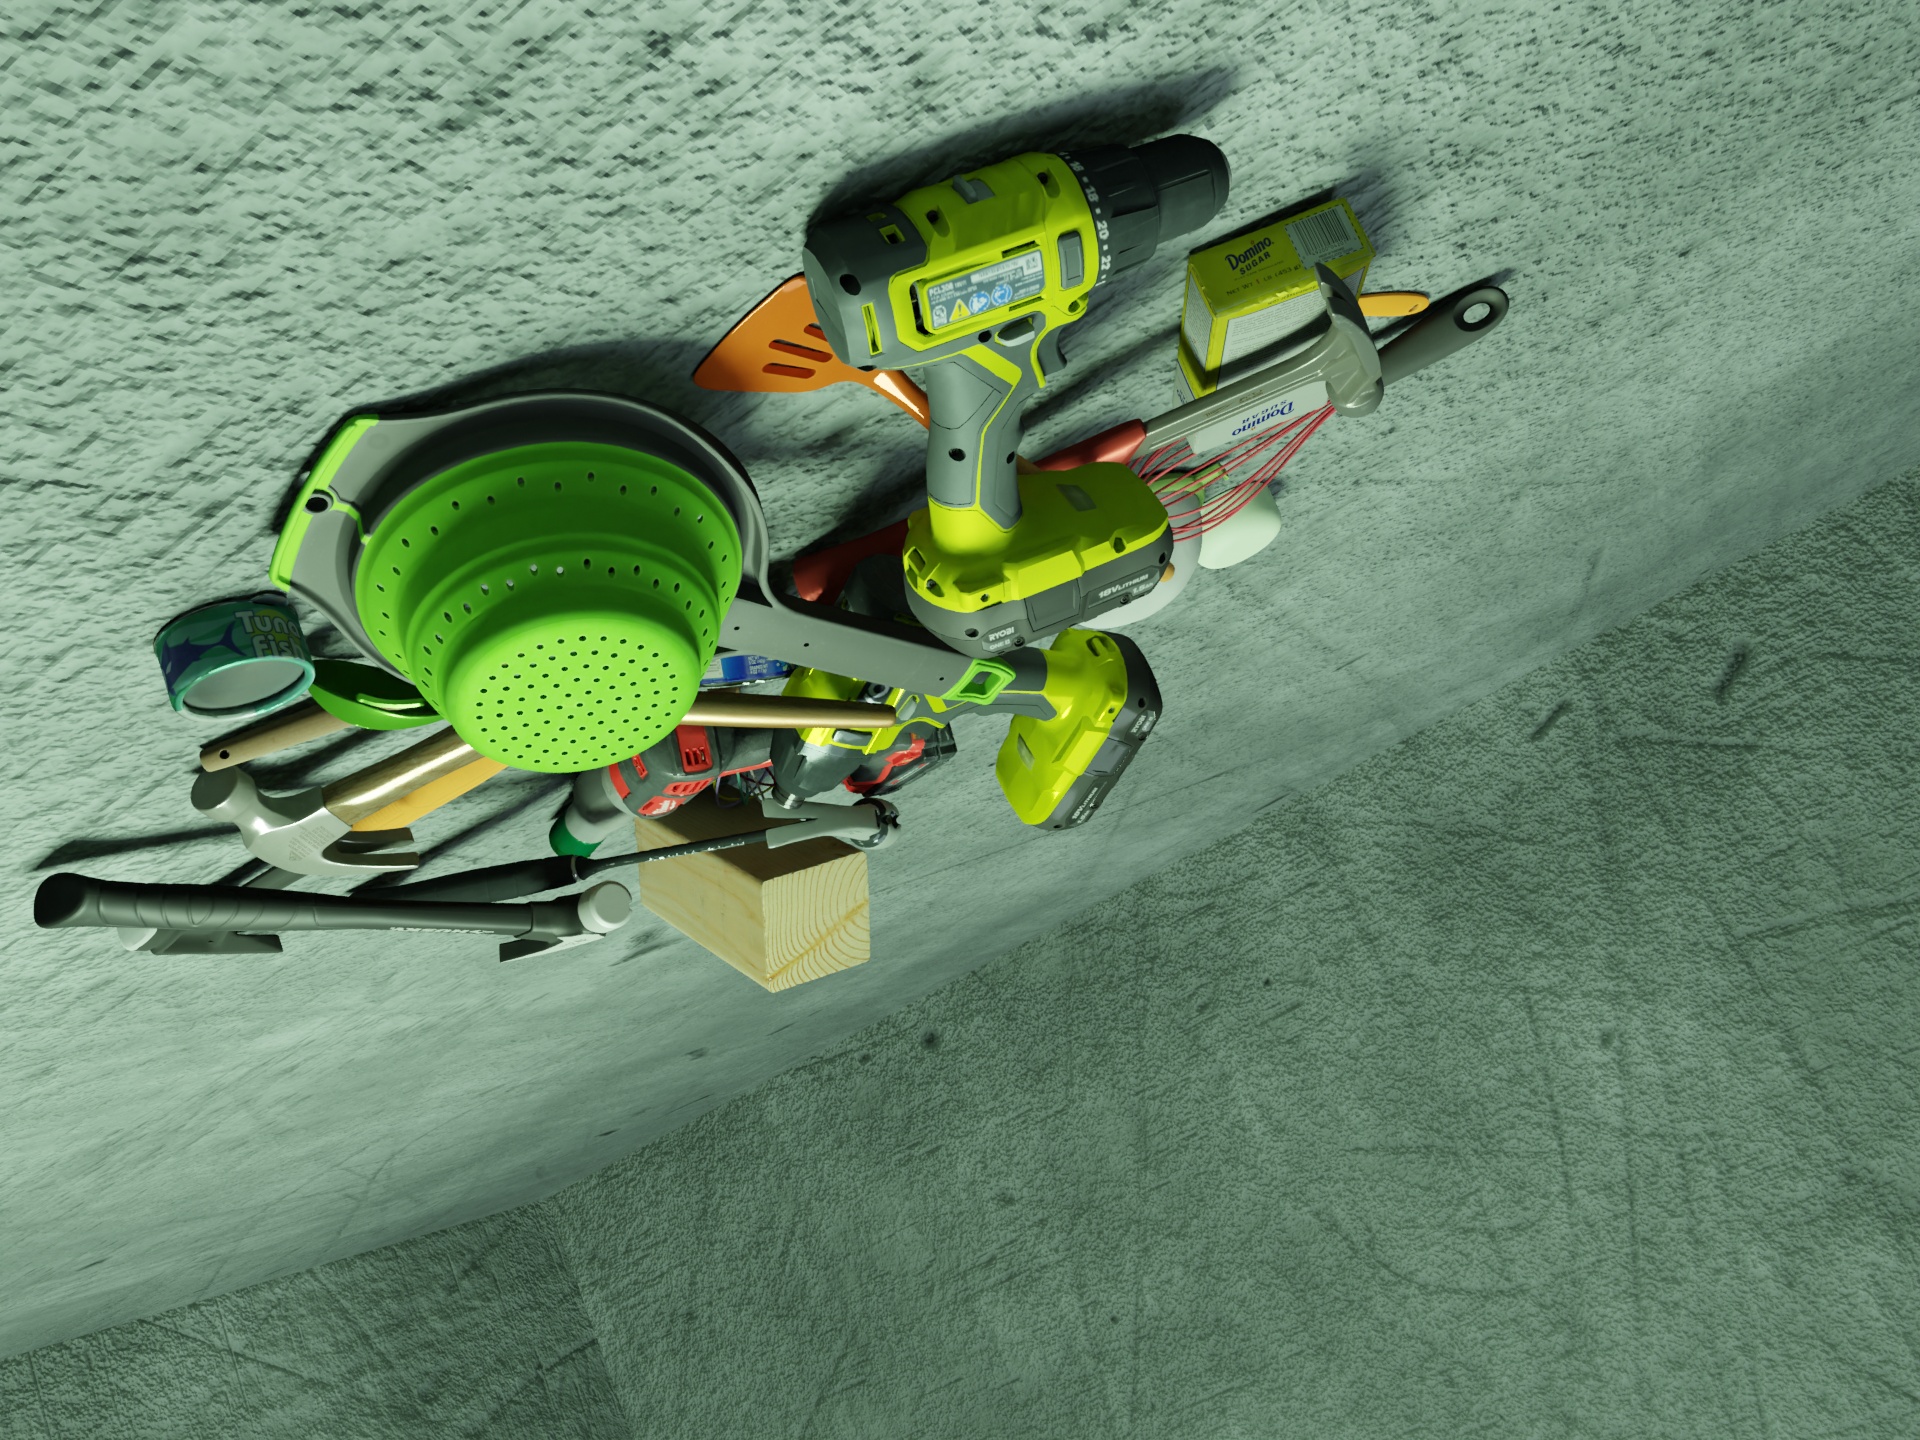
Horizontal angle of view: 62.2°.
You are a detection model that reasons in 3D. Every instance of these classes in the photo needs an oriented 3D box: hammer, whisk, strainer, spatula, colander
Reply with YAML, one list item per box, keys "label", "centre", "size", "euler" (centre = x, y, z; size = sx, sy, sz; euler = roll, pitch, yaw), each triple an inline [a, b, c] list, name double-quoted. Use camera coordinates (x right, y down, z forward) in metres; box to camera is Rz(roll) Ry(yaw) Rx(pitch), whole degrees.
- label: "hammer"
  centre: [-0.389, 0.121, 0.997]
  size: [0.334, 0.035, 0.146]
  euler: [8, 160, -37]
- label: "whisk"
  centre: [0.230, -0.204, 1.037]
  size: [0.296, 0.073, 0.073]
  euler: [-30, 164, -2]
- label: "whisk"
  centre: [-0.162, 0.010, 1.159]
  size: [0.047, 0.051, 0.244]
  euler: [10, 157, 2]
- label: "strainer"
  centre: [0.076, -0.095, 1.126]
  size: [0.256, 0.069, 0.151]
  euler: [-19, 163, -27]
- label: "hammer"
  centre: [-0.261, 0.001, 0.924]
  size: [0.331, 0.031, 0.129]
  euler: [-26, 146, 2]
- label: "spatula"
  centre: [0.009, -0.136, 0.826]
  size: [0.081, 0.041, 0.322]
  euler: [-35, 136, 31]
- label: "colander"
  centre: [-0.118, -0.029, 0.773]
  size: [0.396, 0.095, 0.204]
  euler: [13, 133, -38]
- label: "spatula"
  centre: [-0.262, -0.030, 0.875]
  size: [0.316, 0.059, 0.018]
  euler: [-19, -171, -4]
- label: "hammer"
  centre: [-0.254, 0.102, 1.106]
  size: [0.409, 0.036, 0.149]
  euler: [-11, 171, 18]
- label: "hammer"
  centre: [-0.373, 0.066, 1.026]
  size: [0.337, 0.034, 0.127]
  euler: [-29, 163, 14]
- label: "hammer"
  centre: [0.060, -0.145, 0.904]
  size: [0.359, 0.037, 0.149]
  euler: [-21, 164, 18]

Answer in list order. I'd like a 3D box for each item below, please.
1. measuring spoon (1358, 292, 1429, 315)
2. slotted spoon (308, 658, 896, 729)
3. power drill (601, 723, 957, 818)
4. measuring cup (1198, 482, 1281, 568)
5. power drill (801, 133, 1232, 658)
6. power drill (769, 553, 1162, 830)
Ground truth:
- label: "measuring spoon"
  centre: [0.258, -0.256, 0.991]
  size: [0.117, 0.011, 0.021]
  euler: [-13, 160, -38]
- label: "slotted spoon"
  centre: [-0.187, -0.008, 0.858]
  size: [0.313, 0.031, 0.070]
  euler: [2, -162, -17]
- label: "power drill"
  centre: [-0.127, 0.018, 1.053]
  size: [0.219, 0.078, 0.143]
  euler: [-9, 168, -31]
- label: "measuring cup"
  centre: [0.181, -0.124, 1.249]
  size: [0.167, 0.038, 0.083]
  euler: [-38, 160, 32]
- label: "power drill"
  centre: [0.039, -0.154, 0.746]
  size: [0.190, 0.080, 0.228]
  euler: [-22, 136, -11]
- label: "power drill"
  centre: [-0.002, -0.003, 0.984]
  size: [0.223, 0.080, 0.171]
  euler: [11, 124, -34]
